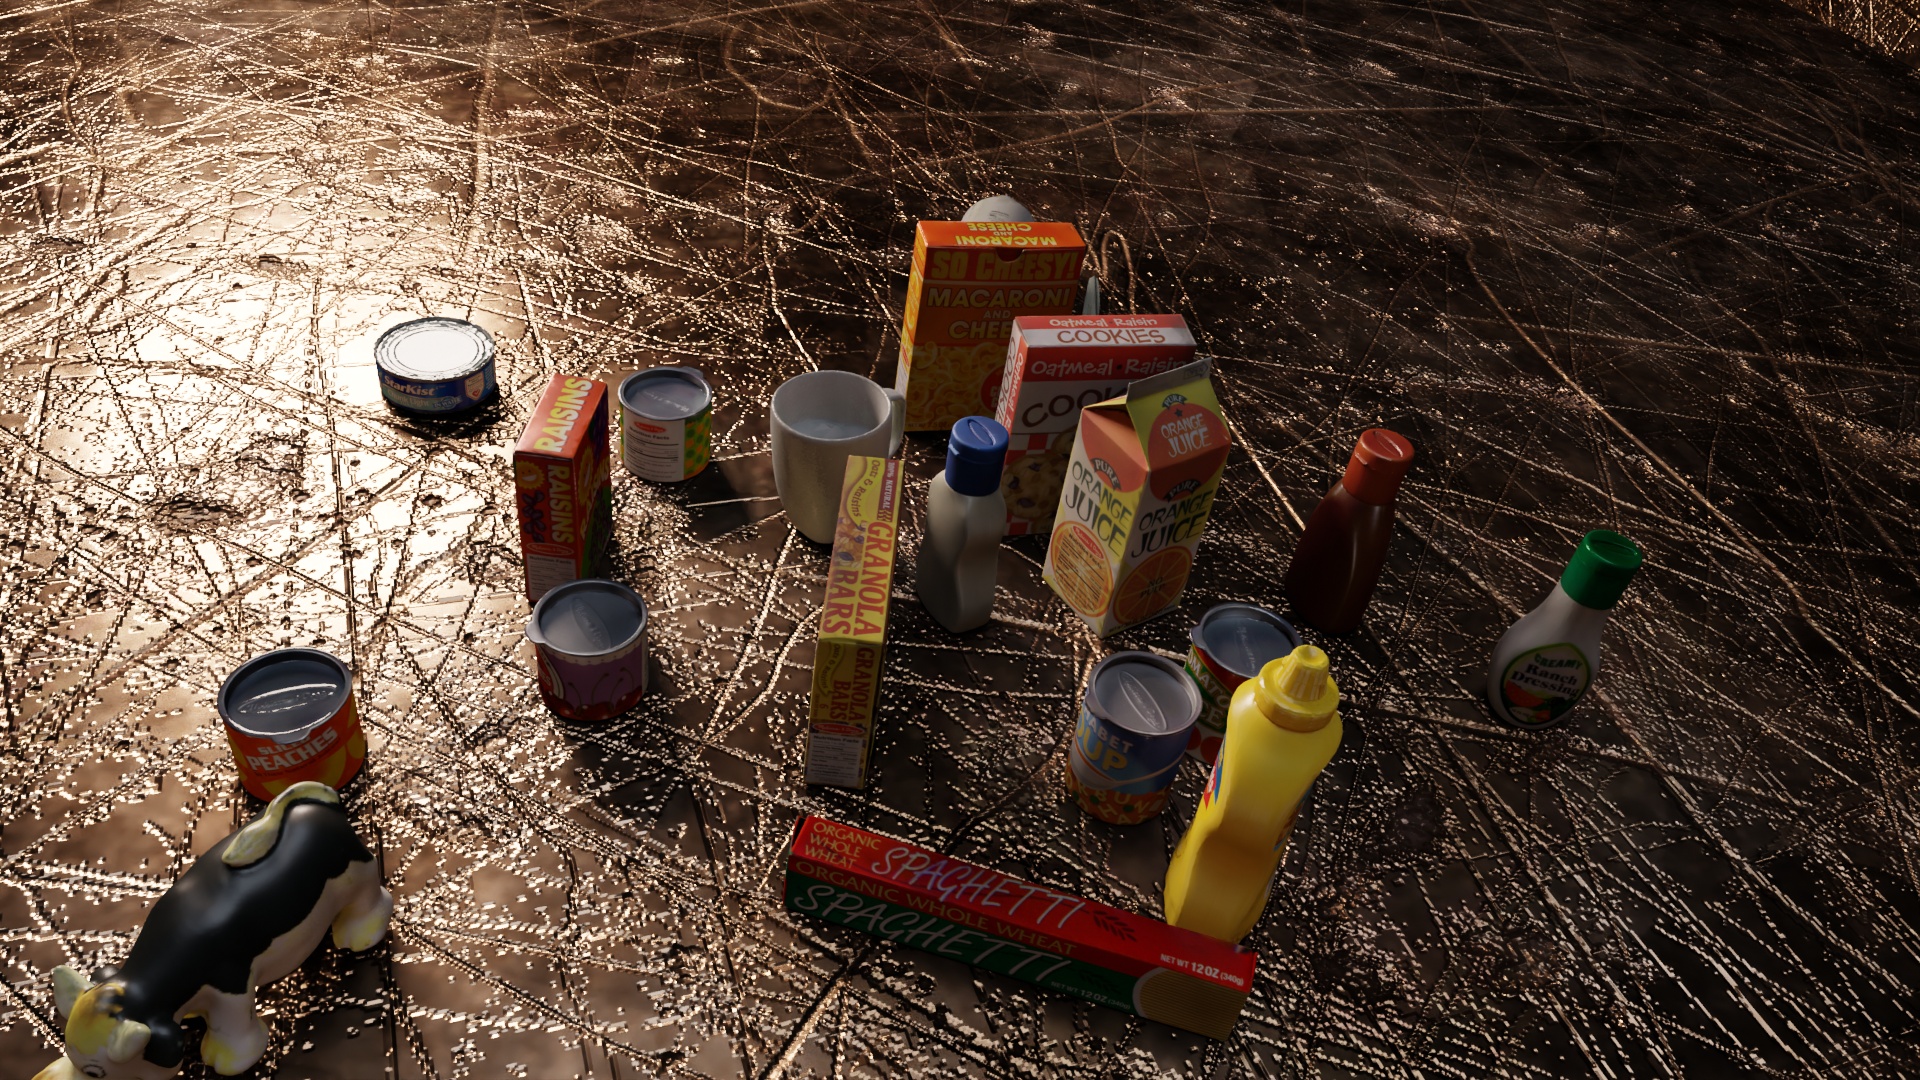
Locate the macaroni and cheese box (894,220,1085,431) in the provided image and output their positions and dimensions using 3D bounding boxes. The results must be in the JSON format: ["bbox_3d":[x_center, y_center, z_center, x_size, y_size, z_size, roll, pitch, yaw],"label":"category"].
[{"bbox_3d":[0.020,-0.162,1.069,0.124,0.165,0.040,-3,42,-16],"label":"macaroni and cheese box"}]

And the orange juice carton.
[{"bbox_3d":[0.118,-0.034,0.919,0.072,0.191,0.073,-18,48,-30],"label":"orange juice carton"}]

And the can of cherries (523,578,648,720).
[{"bbox_3d":[-0.223,0.066,0.832,0.071,0.058,0.072,6,40,-5],"label":"can of cherries"}]

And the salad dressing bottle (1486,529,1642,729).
[{"bbox_3d":[0.393,0.059,0.904,0.064,0.146,0.044,16,40,7],"label":"salad dressing bottle"}]

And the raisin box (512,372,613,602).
[{"bbox_3d":[-0.253,-0.032,0.891,0.040,0.122,0.086,8,40,-2],"label":"raisin box"}]

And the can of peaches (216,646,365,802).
[{"bbox_3d":[-0.364,0.103,0.759,0.071,0.057,0.071,6,40,-5],"label":"can of peaches"}]

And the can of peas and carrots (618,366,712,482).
[{"bbox_3d":[-0.214,-0.086,1.013,0.071,0.058,0.071,6,40,-5],"label":"can of peas and carrots"}]

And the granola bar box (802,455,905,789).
[{"bbox_3d":[-0.062,0.047,0.839,0.039,0.123,0.166,7,40,-3],"label":"granola bar box"}]

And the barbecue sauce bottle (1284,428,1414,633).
[{"bbox_3d":[0.269,-0.008,0.955,0.044,0.147,0.065,-10,44,-23],"label":"barbecue sauce bottle"}]

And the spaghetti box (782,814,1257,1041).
[{"bbox_3d":[0.027,0.203,0.731,0.250,0.049,0.029,15,40,6],"label":"spaghetti box"}]

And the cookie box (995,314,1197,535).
[{"bbox_3d":[0.087,-0.081,0.988,0.123,0.166,0.040,-3,42,-16],"label":"cookie box"}]

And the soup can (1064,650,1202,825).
[{"bbox_3d":[0.098,0.118,0.821,0.071,0.083,0.072,6,40,-5],"label":"soup can"}]

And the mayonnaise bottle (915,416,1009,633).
[{"bbox_3d":[0.003,-0.011,0.903,0.041,0.147,0.065,-15,46,-27],"label":"mayonnaise bottle"}]

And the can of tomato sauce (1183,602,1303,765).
[{"bbox_3d":[0.169,0.091,0.868,0.071,0.082,0.071,6,40,-5],"label":"can of tomato sauce"}]
